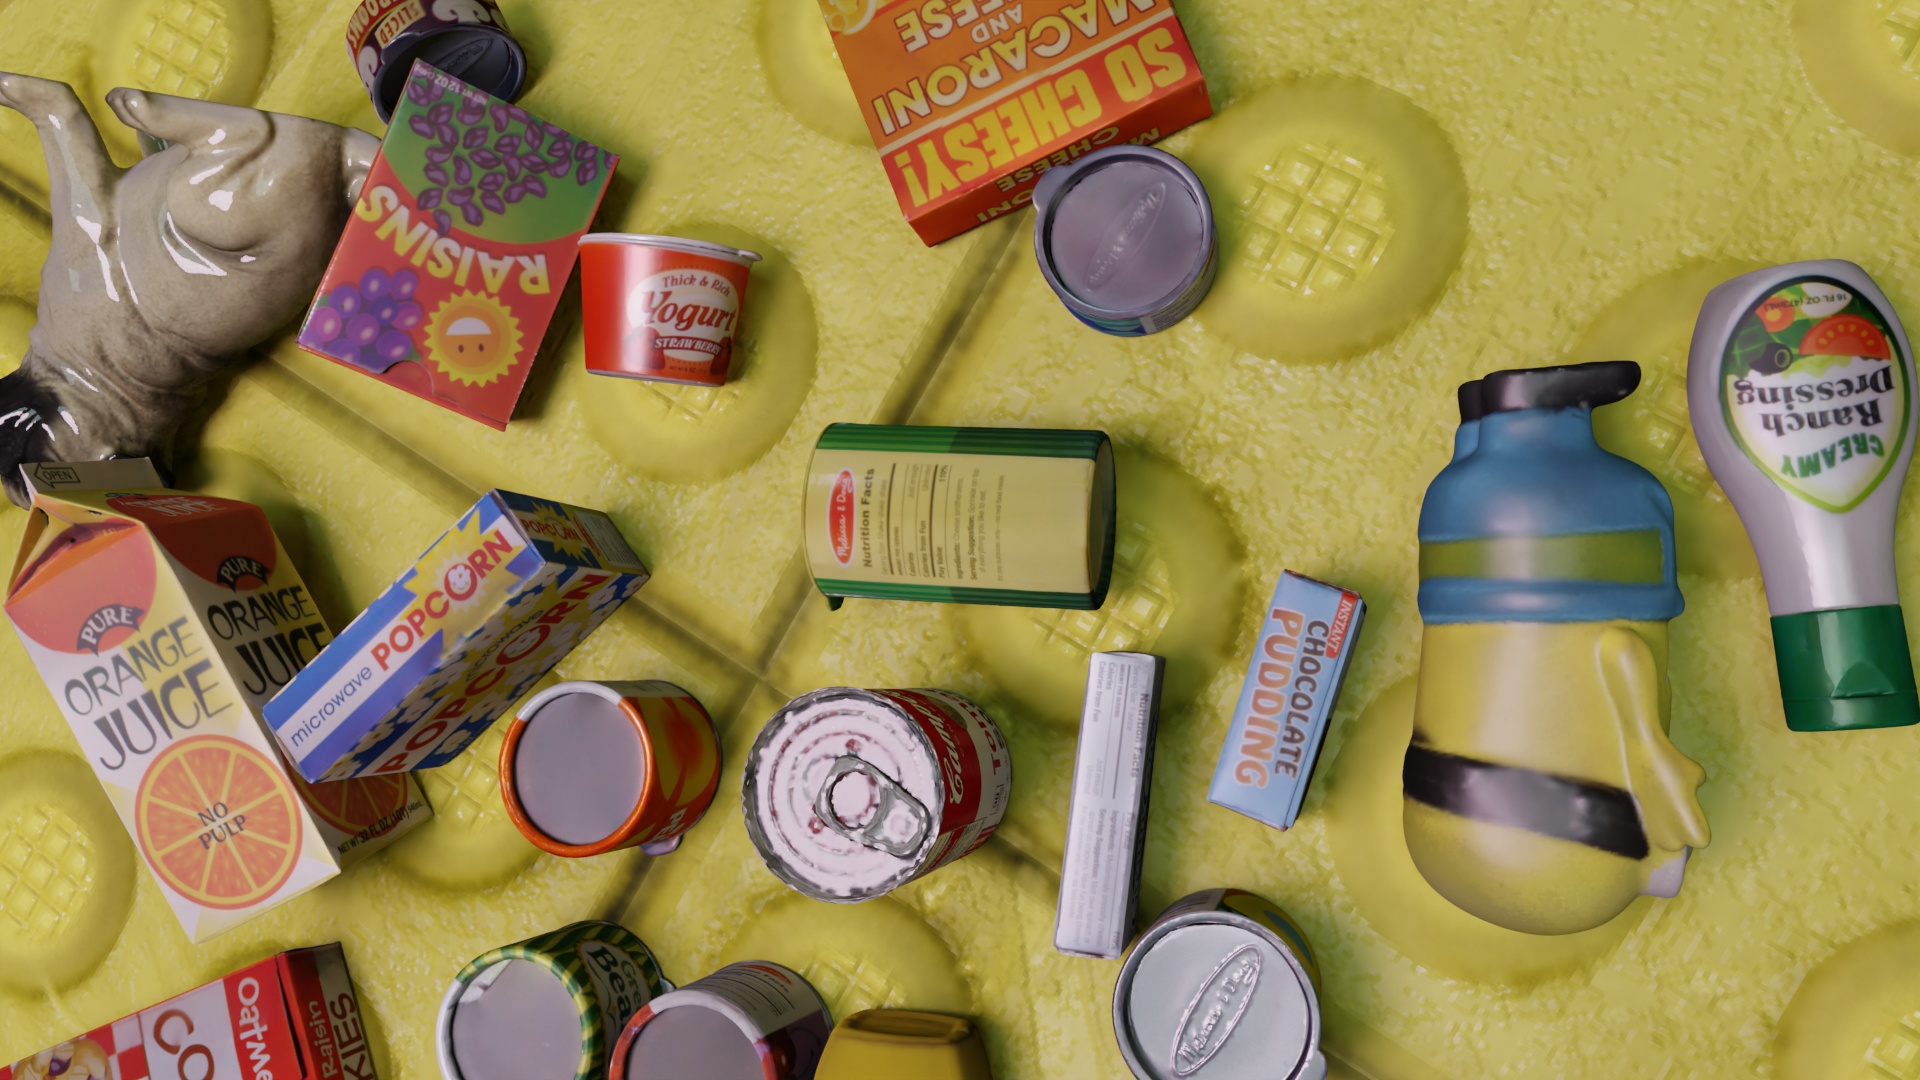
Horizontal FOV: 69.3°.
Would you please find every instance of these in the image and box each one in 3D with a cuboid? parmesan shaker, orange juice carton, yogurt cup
[{"bbox_3d":[0.002,-0.006,0.508,0.103,0.071,0.071,3,85,15],"label":"parmesan shaker"},{"bbox_3d":[-0.302,0.052,0.556,0.073,0.072,0.192,-28,92,10],"label":"orange juice carton"},{"bbox_3d":[-0.119,-0.090,0.552,0.072,0.072,0.054,7,94,16],"label":"yogurt cup"}]

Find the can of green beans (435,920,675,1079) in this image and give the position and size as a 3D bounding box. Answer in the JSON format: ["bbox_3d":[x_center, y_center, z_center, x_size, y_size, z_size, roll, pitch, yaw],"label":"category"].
[{"bbox_3d":[-0.155,0.184,0.531,0.071,0.058,0.071,-2,83,15],"label":"can of green beans"}]

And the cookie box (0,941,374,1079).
[{"bbox_3d":[-0.322,0.255,0.576,0.167,0.040,0.123,-23,78,11],"label":"cookie box"}]

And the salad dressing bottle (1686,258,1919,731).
[{"bbox_3d":[0.275,-0.014,0.447,0.064,0.044,0.147,-7,82,15],"label":"salad dressing bottle"}]

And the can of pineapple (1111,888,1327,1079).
[{"bbox_3d":[0.089,0.156,0.469,0.071,0.058,0.071,-2,84,15],"label":"can of pineapple"}]

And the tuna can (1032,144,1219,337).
[{"bbox_3d":[0.061,-0.112,0.521,0.071,0.033,0.071,-2,83,15],"label":"tuna can"}]

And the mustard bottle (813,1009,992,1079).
[{"bbox_3d":[-0.022,0.253,0.492,0.065,0.049,0.160,-1,83,16],"label":"mustard bottle"}]

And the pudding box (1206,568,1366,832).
[{"bbox_3d":[0.114,0.055,0.479,0.030,0.049,0.083,18,89,18],"label":"pudding box"}]

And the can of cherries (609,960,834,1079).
[{"bbox_3d":[-0.087,0.196,0.511,0.071,0.058,0.071,-2,83,15],"label":"can of cherries"}]

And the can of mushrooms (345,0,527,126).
[{"bbox_3d":[-0.223,-0.206,0.588,0.071,0.071,0.033,-32,76,10],"label":"can of mushrooms"}]

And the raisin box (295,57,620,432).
[{"bbox_3d":[-0.204,-0.118,0.568,0.086,0.040,0.123,23,90,-25],"label":"raisin box"}]

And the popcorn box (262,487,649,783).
[{"bbox_3d":[-0.194,0.039,0.544,0.126,0.085,0.038,-42,77,7],"label":"popcorn box"}]

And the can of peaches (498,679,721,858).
[{"bbox_3d":[-0.134,0.089,0.537,0.071,0.058,0.071,-2,83,15],"label":"can of peaches"}]

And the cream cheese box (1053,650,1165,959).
[{"bbox_3d":[0.053,0.090,0.489,0.024,0.053,0.104,6,86,14],"label":"cream cheese box"}]

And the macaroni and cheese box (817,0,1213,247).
[{"bbox_3d":[0.010,-0.216,0.543,0.123,0.040,0.166,-23,78,11],"label":"macaroni and cheese box"}]
